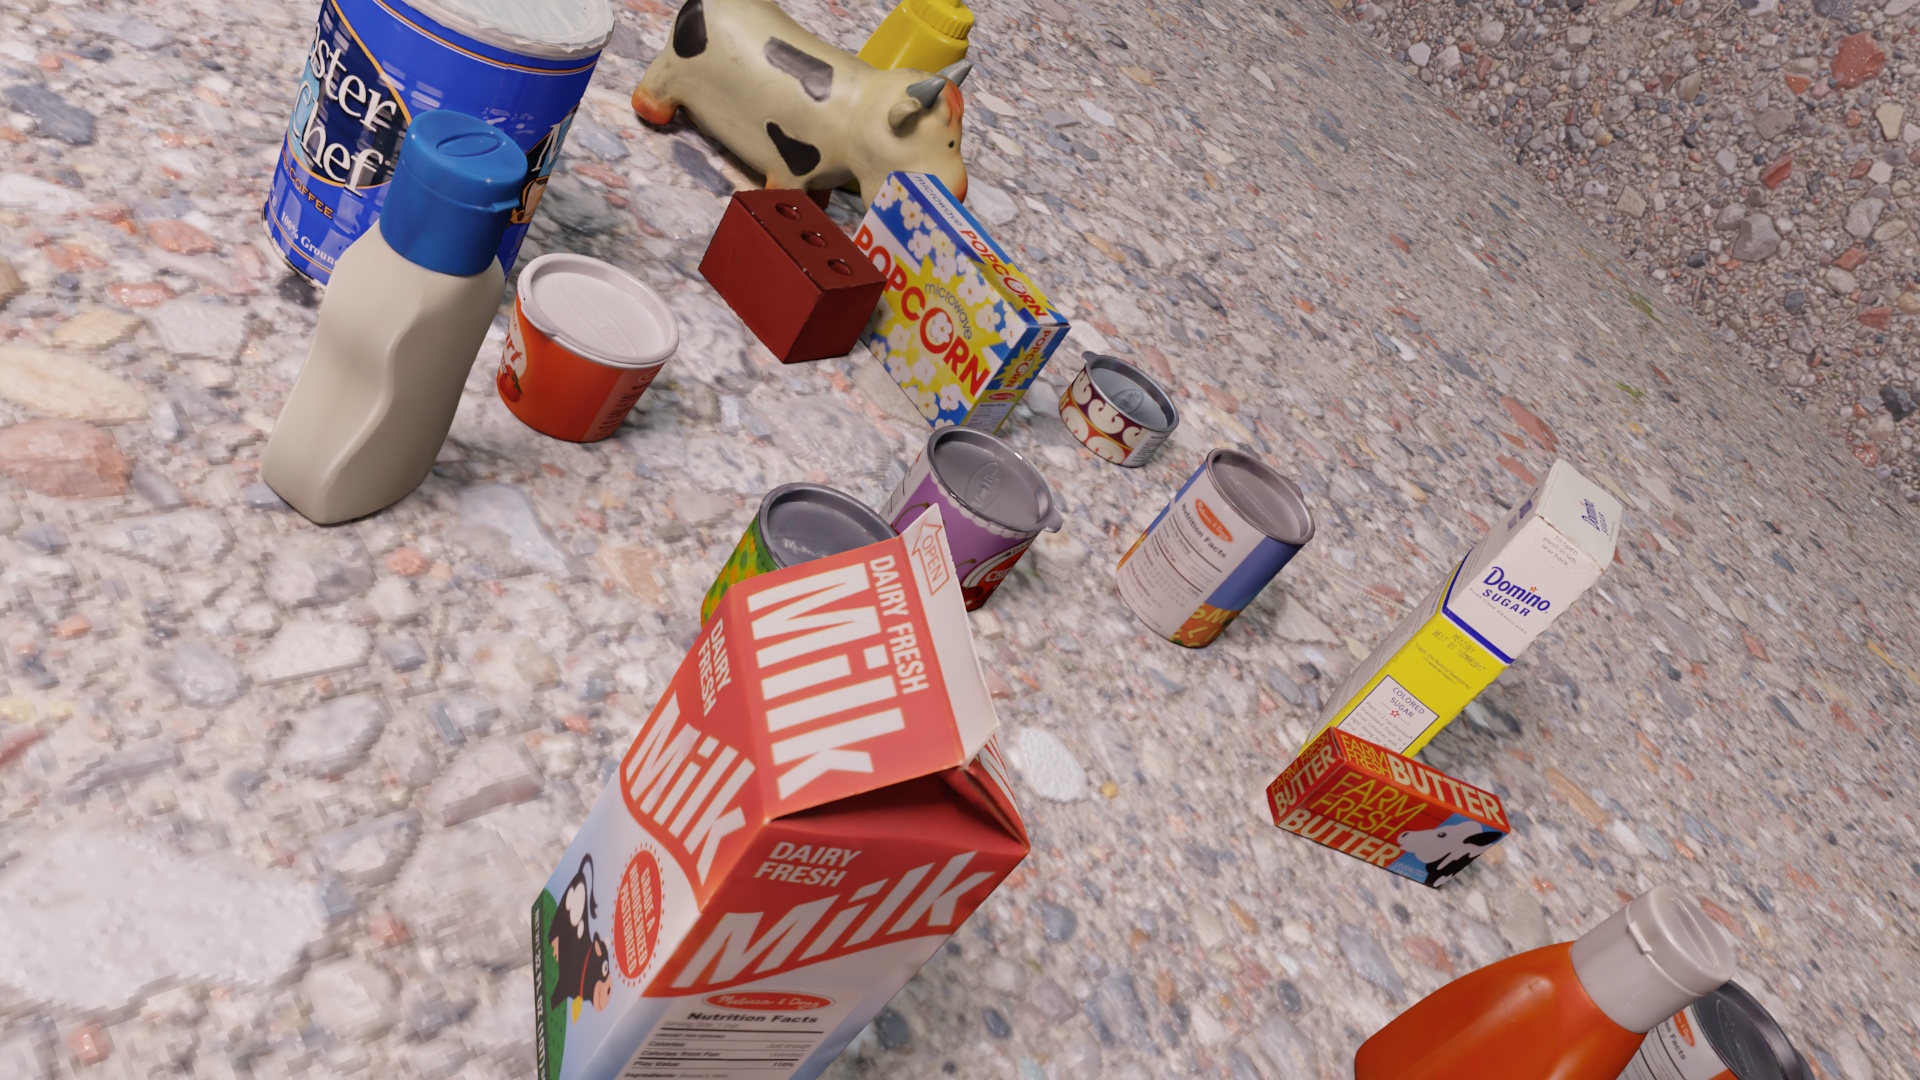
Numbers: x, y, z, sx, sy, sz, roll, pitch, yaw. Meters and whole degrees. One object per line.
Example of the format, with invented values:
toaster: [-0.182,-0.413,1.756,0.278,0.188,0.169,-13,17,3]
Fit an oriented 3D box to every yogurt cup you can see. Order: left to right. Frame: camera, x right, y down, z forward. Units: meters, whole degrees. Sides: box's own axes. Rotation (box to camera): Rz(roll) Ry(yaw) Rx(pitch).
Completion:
yogurt cup: [-0.159,-0.078,0.581,0.072,0.053,0.073,24,35,-18]

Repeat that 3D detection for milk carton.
milk carton: [-0.046,0.079,0.366,0.073,0.189,0.073,14,39,-30]

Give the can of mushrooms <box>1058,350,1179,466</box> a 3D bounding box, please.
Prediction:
can of mushrooms: [0.092,-0.079,0.826,0.071,0.033,0.071,24,35,-18]

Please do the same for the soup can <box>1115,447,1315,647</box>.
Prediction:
soup can: [0.131,0.004,0.714,0.071,0.083,0.072,24,35,-18]

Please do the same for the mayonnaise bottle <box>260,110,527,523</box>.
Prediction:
mayonnaise bottle: [-0.186,-0.072,0.464,0.041,0.147,0.065,39,33,4]

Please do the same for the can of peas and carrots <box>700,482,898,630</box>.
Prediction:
can of peas and carrots: [-0.060,0.022,0.542,0.071,0.058,0.071,24,35,-18]

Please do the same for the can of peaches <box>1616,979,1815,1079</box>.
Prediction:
can of peaches: [0.339,0.241,0.634,0.071,0.057,0.071,24,35,-18]

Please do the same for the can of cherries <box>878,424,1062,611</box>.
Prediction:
can of cherries: [0.002,-0.008,0.636,0.071,0.058,0.072,24,35,-18]

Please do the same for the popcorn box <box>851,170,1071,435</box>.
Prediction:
popcorn box: [-0.010,-0.125,0.744,0.038,0.084,0.127,-11,55,-48]

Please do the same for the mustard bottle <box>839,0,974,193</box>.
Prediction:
mustard bottle: [-0.033,-0.288,0.855,0.065,0.159,0.049,-4,50,-45]

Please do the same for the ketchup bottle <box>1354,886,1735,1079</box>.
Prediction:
ketchup bottle: [0.211,0.181,0.509,0.043,0.148,0.065,17,38,-27]

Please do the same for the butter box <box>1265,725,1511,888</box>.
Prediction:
butter box: [0.201,0.127,0.654,0.103,0.053,0.024,24,35,-18]
